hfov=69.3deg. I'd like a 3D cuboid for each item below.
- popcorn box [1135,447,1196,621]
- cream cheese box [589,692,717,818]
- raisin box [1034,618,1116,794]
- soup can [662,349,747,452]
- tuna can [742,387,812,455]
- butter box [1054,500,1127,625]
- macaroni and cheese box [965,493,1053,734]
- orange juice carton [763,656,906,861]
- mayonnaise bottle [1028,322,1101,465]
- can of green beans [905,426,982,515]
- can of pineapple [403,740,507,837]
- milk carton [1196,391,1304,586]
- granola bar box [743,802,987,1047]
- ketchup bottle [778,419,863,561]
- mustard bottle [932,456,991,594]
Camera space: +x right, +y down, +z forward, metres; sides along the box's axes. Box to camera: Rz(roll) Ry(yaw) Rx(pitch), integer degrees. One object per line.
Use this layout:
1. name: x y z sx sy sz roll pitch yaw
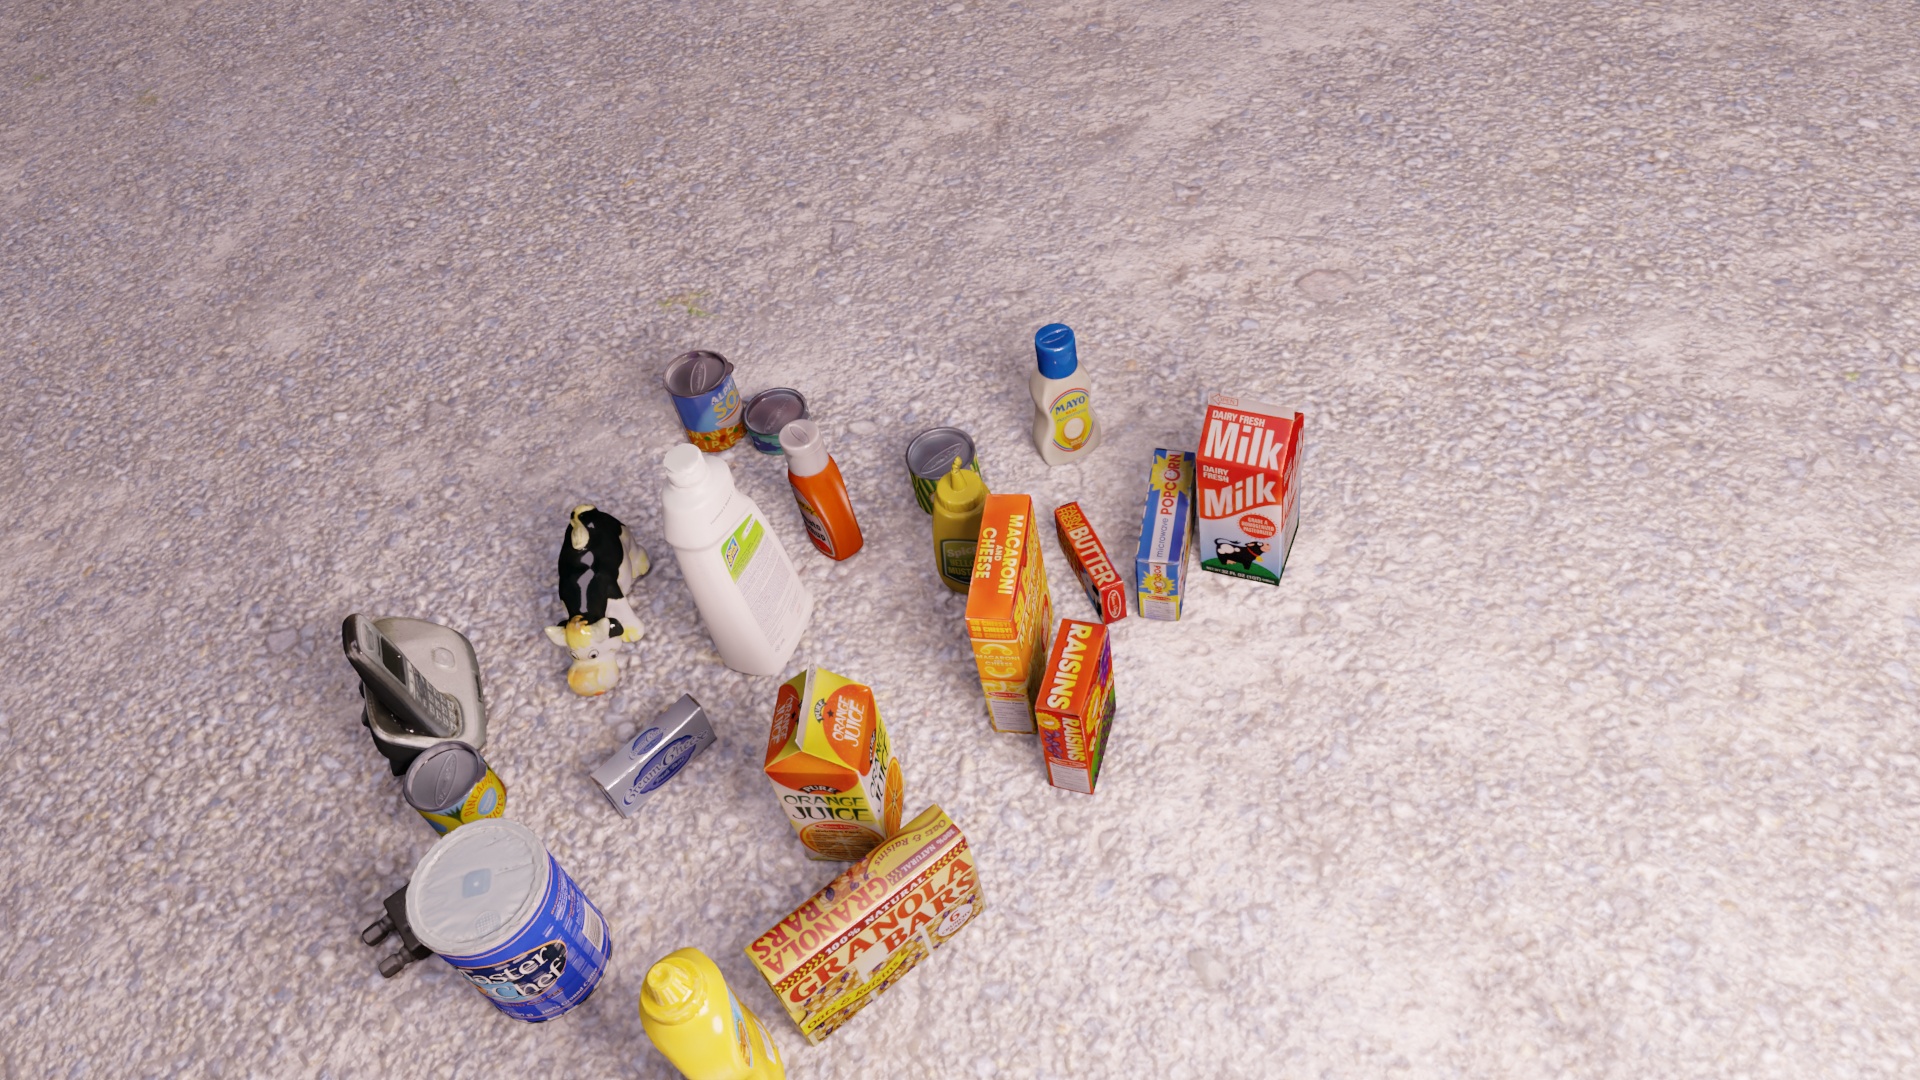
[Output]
1. popcorn box: 0.179 -0.005 1.203 0.038 0.084 0.127 4 53 14
2. cream cheese box: -0.253 0.180 1.156 0.024 0.053 0.104 35 65 32
3. raisin box: 0.092 0.131 1.085 0.040 0.122 0.086 9 54 18
4. soup can: -0.251 -0.139 1.393 0.071 0.083 0.072 -5 51 7
5. tuna can: -0.181 -0.119 1.397 0.071 0.032 0.071 -5 51 7
6. butter box: 0.113 0.019 1.217 0.024 0.053 0.104 -21 51 -6
7. macaroni and cheese box: 0.043 0.061 1.123 0.040 0.165 0.124 1 52 12
8. orange juice carton: -0.096 0.169 1.045 0.073 0.191 0.072 -1 52 10
9. mayonnaise bottle: 0.093 -0.135 1.284 0.065 0.147 0.041 -24 51 -8
10. can of green beans: -0.014 -0.064 1.305 0.071 0.057 0.071 -5 51 7
11. can of pineapple: -0.419 0.210 1.159 0.071 0.057 0.071 -5 51 7
12. milk carton: 0.242 -0.052 1.161 0.072 0.189 0.074 13 55 20
13. granola bar box: -0.062 0.277 0.995 0.166 0.123 0.039 -35 54 -17
14. ketchup bottle: -0.128 -0.047 1.254 0.044 0.148 0.065 -36 54 -17
15. mustard bottle: 0.004 -0.015 1.196 0.065 0.159 0.049 1 52 11
